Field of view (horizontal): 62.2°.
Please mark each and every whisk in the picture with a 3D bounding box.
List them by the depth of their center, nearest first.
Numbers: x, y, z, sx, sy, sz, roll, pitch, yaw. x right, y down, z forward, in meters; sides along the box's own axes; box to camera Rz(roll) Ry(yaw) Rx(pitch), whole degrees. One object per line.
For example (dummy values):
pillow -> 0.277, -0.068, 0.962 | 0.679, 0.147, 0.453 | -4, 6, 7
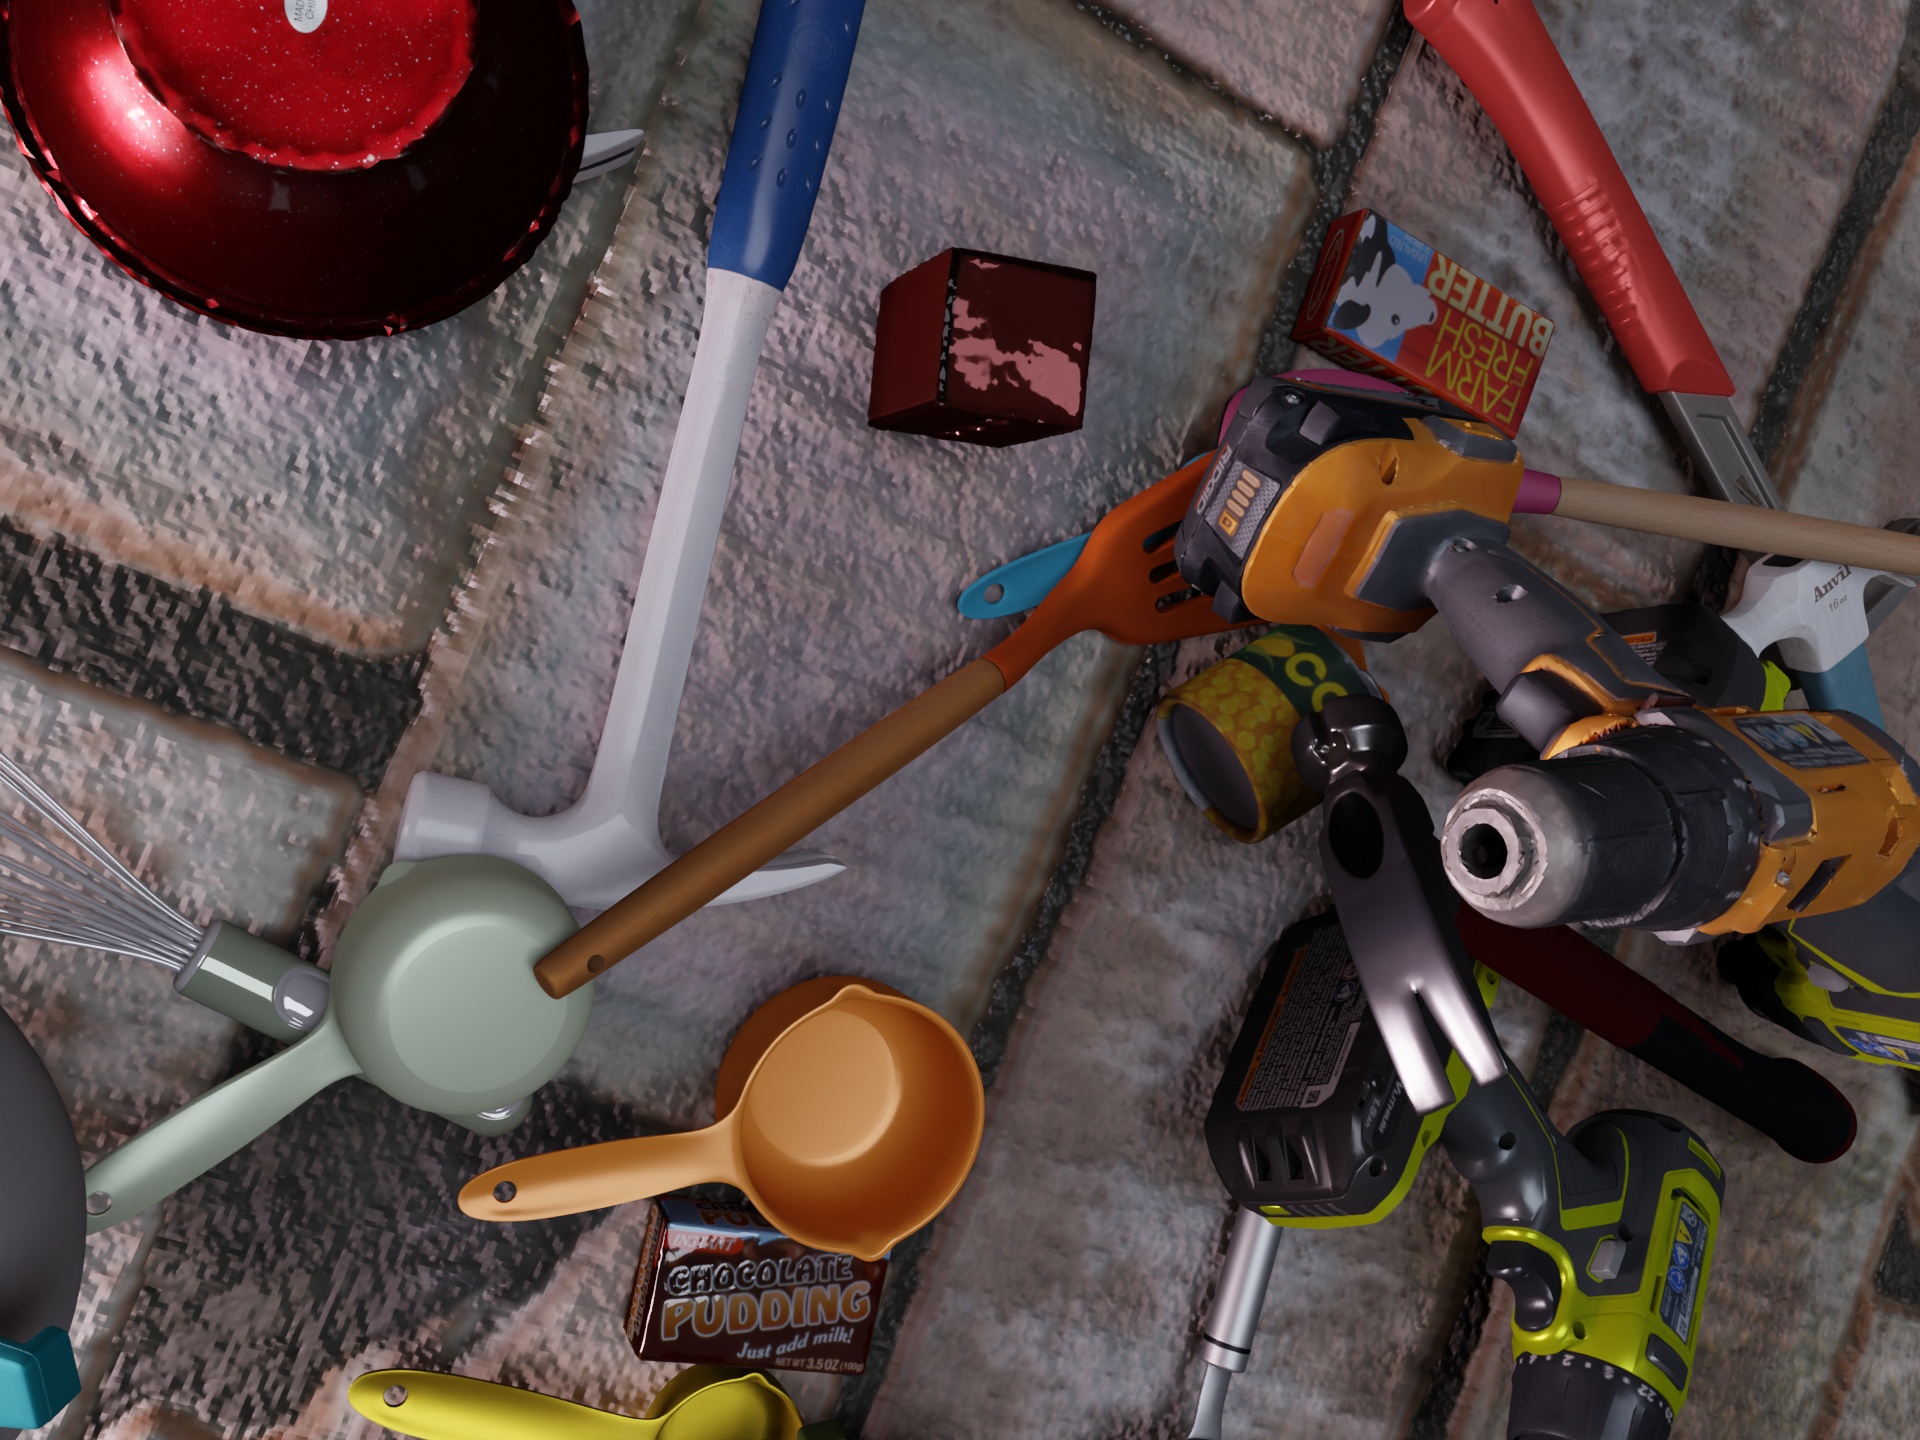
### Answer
whisk -> -0.236, 0.066, 0.477 | 0.246, 0.059, 0.058 | 34, 53, -24

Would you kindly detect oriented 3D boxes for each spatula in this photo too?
spatula -> -0.001, -0.002, 0.536 | 0.322, 0.041, 0.081 | -35, 126, -30

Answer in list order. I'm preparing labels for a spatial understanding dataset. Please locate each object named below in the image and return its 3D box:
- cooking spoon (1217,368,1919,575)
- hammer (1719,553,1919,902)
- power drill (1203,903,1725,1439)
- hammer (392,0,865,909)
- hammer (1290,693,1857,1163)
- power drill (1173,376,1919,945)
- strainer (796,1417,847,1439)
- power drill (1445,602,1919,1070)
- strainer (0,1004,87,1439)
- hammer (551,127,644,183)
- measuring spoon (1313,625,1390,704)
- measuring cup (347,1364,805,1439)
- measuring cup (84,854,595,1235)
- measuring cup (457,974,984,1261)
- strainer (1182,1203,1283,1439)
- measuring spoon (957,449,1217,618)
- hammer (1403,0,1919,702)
cooking spoon -> 0.258, -0.085, 0.625 | 0.319, 0.017, 0.069 | 9, 95, -4
hammer -> 0.418, 0.064, 0.714 | 0.128, 0.033, 0.330 | -36, 113, -15
power drill -> 0.202, 0.195, 0.611 | 0.228, 0.080, 0.191 | 45, 53, -17
hammer -> -0.069, -0.134, 0.532 | 0.144, 0.035, 0.405 | 14, 89, -21
hammer -> 0.262, 0.125, 0.608 | 0.038, 0.143, 0.386 | -36, 133, 29
power drill -> 0.161, -0.020, 0.490 | 0.185, 0.226, 0.084 | -3, 130, -37
strainer -> -0.003, 0.365, 0.562 | 0.256, 0.069, 0.151 | 39, 89, -25
power drill -> 0.312, 0.057, 0.632 | 0.223, 0.171, 0.080 | 40, 79, -10
strainer -> -0.342, 0.068, 0.409 | 0.211, 0.095, 0.340 | -42, 88, 27
hammer -> -0.155, -0.327, 0.487 | 0.146, 0.035, 0.335 | 7, 91, -21
measuring spoon -> 0.143, -0.046, 0.623 | 0.021, 0.011, 0.116 | -22, 110, 13
measuring cup -> -0.128, 0.236, 0.541 | 0.156, 0.029, 0.062 | 20, 87, -19
measuring cup -> -0.184, 0.104, 0.465 | 0.167, 0.038, 0.083 | -33, 112, -21
measuring cup -> -0.081, 0.137, 0.539 | 0.173, 0.052, 0.095 | -7, 96, -19
strainer -> 0.101, 0.255, 0.623 | 0.086, 0.050, 0.258 | 22, 80, -27
measuring spoon -> 0.055, -0.068, 0.598 | 0.128, 0.021, 0.042 | -22, 121, -10
hammer -> 0.298, -0.175, 0.671 | 0.149, 0.037, 0.359 | -41, 107, -14
